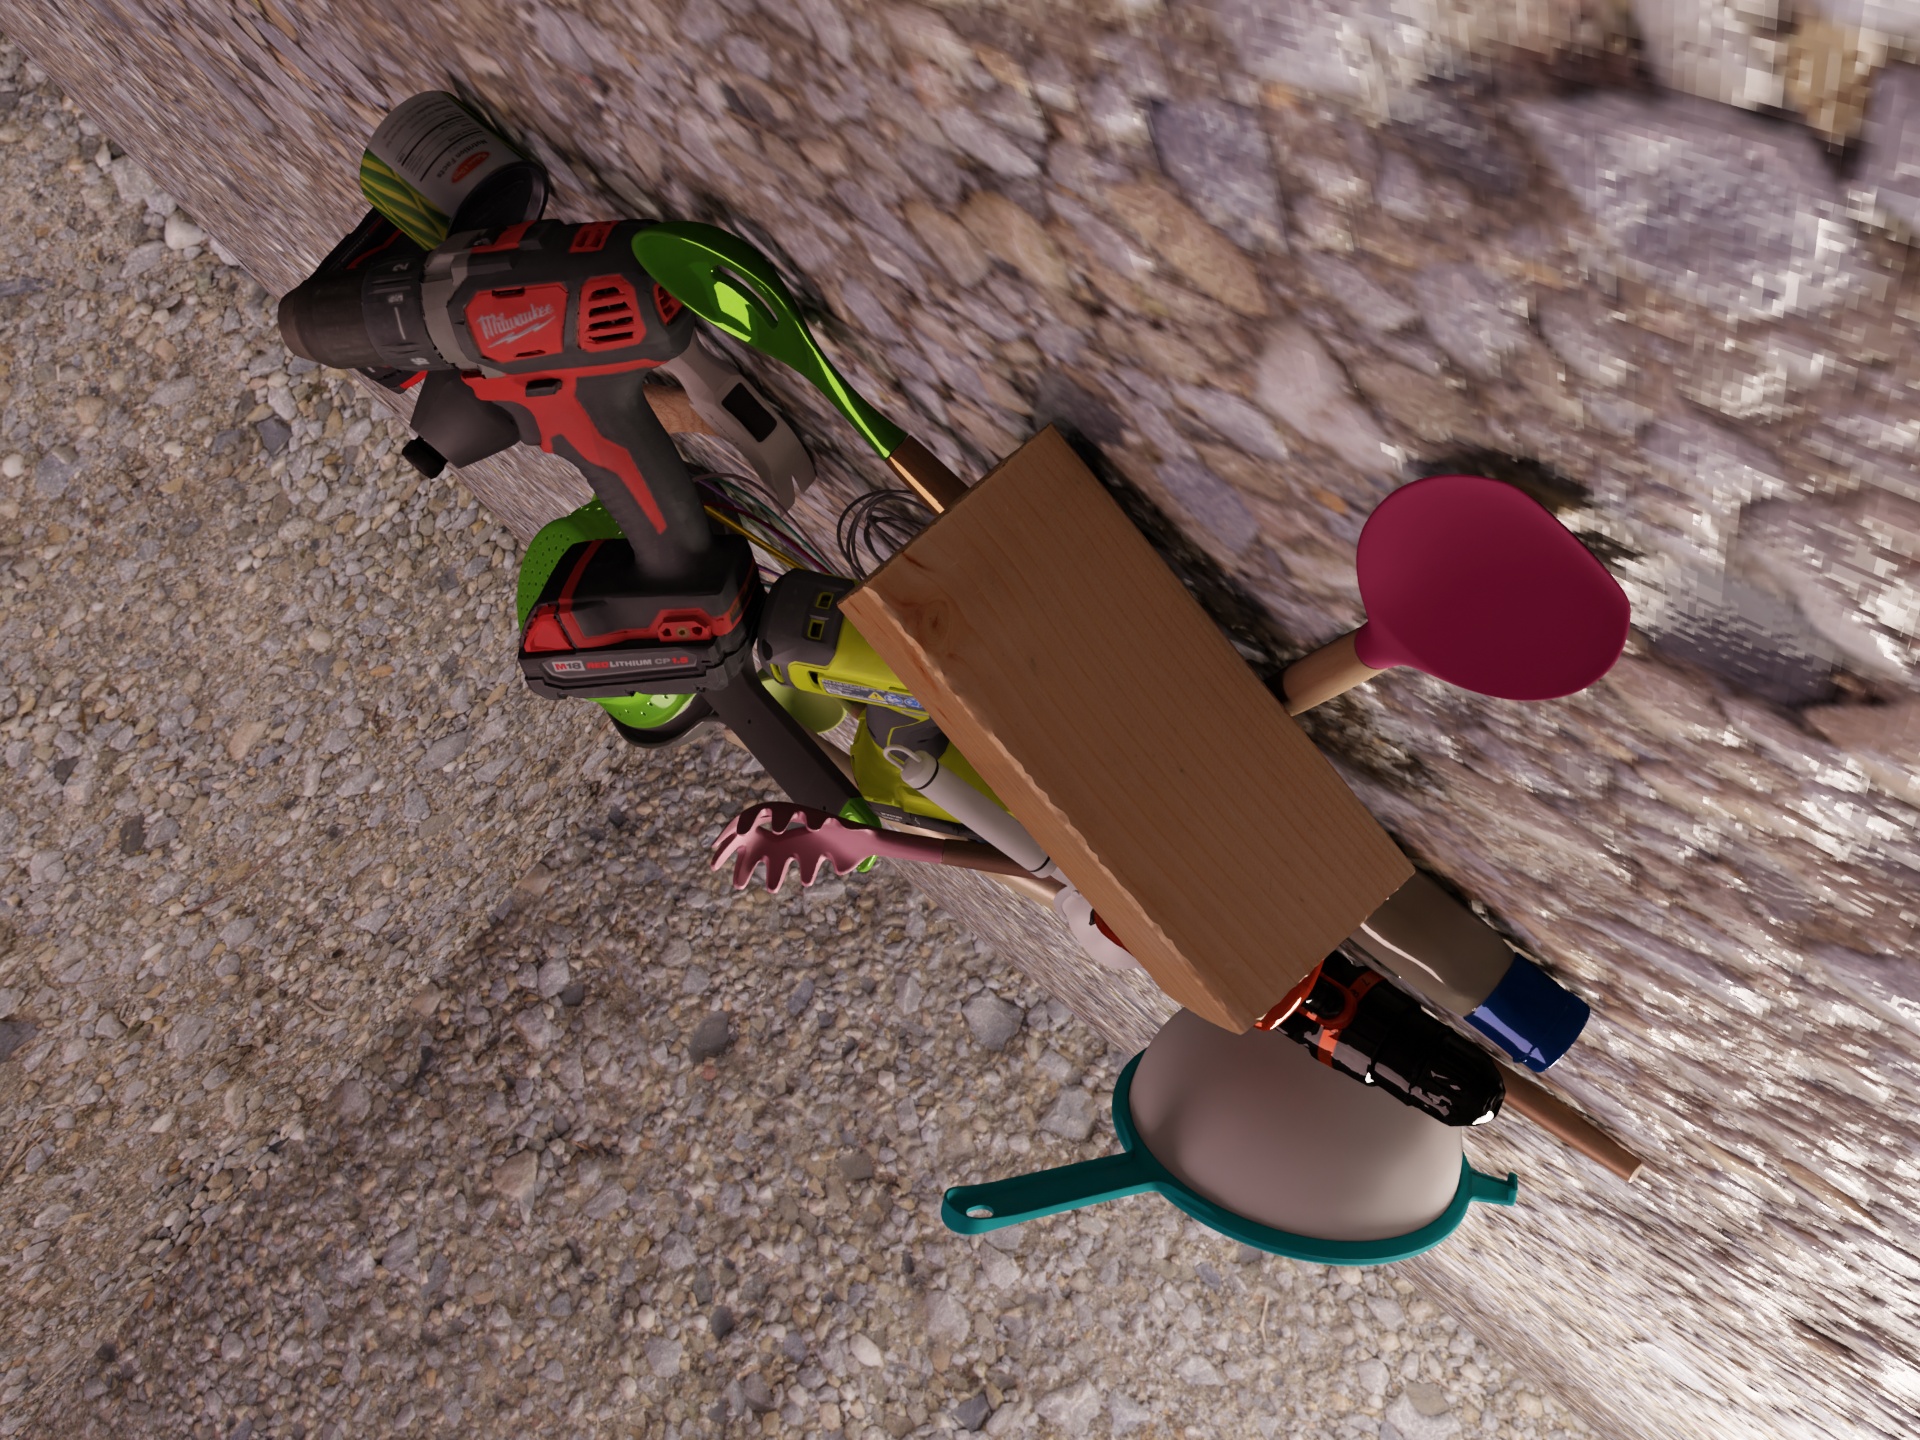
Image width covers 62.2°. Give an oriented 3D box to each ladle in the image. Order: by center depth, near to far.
[{"bbox_3d":[-0.064,0.009,1.112,0.078,0.062,0.320,30,176,-32],"label":"ladle"}]

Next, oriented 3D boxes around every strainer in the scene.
[{"bbox_3d":[0.049,0.082,0.871,0.087,0.050,0.258,-19,134,42],"label":"strainer"},{"bbox_3d":[0.144,0.211,0.888,0.340,0.095,0.211,-4,-155,-30],"label":"strainer"}]

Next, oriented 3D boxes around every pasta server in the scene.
[{"bbox_3d":[0.016,0.086,0.921,0.316,0.040,0.060,8,139,-4],"label":"pasta server"}]

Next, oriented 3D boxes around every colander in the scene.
[{"bbox_3d":[-0.191,-0.034,1.049,0.094,0.204,0.397,0,-144,-46],"label":"colander"}]

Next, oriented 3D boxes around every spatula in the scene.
[{"bbox_3d":[0.240,0.160,0.902,0.316,0.018,0.059,34,-176,39],"label":"spatula"}]

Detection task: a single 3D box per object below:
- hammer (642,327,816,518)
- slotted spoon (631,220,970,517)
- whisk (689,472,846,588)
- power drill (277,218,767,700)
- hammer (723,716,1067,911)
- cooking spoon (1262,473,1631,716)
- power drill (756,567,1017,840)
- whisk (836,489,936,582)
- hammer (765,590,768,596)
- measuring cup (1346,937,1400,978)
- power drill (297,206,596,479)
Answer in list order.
[{"bbox_3d":[-0.173,-0.182,0.940,0.130,0.031,0.331,46,170,-25],"label":"hammer"},{"bbox_3d":[-0.007,-0.092,0.648,0.313,0.031,0.070,44,166,-6],"label":"slotted spoon"},{"bbox_3d":[-0.070,-0.071,0.881,0.244,0.051,0.047,30,157,-37],"label":"whisk"},{"bbox_3d":[-0.197,-0.121,0.746,0.188,0.080,0.226,-2,129,13],"label":"power drill"},{"bbox_3d":[0.022,0.098,1.105,0.410,0.038,0.146,28,158,3],"label":"hammer"},{"bbox_3d":[0.126,-0.020,0.511,0.069,0.017,0.319,46,171,2],"label":"cooking spoon"},{"bbox_3d":[-0.001,-0.003,0.860,0.171,0.080,0.223,11,162,11],"label":"power drill"},{"bbox_3d":[0.044,-0.033,0.704,0.239,0.055,0.055,34,169,16],"label":"whisk"},{"bbox_3d":[-0.096,-0.027,1.330,0.409,0.036,0.149,44,178,-9],"label":"hammer"},{"bbox_3d":[0.160,0.097,0.858,0.168,0.038,0.083,39,171,27],"label":"measuring cup"},{"bbox_3d":[-0.272,-0.212,0.859,0.220,0.143,0.078,35,172,45],"label":"power drill"}]
